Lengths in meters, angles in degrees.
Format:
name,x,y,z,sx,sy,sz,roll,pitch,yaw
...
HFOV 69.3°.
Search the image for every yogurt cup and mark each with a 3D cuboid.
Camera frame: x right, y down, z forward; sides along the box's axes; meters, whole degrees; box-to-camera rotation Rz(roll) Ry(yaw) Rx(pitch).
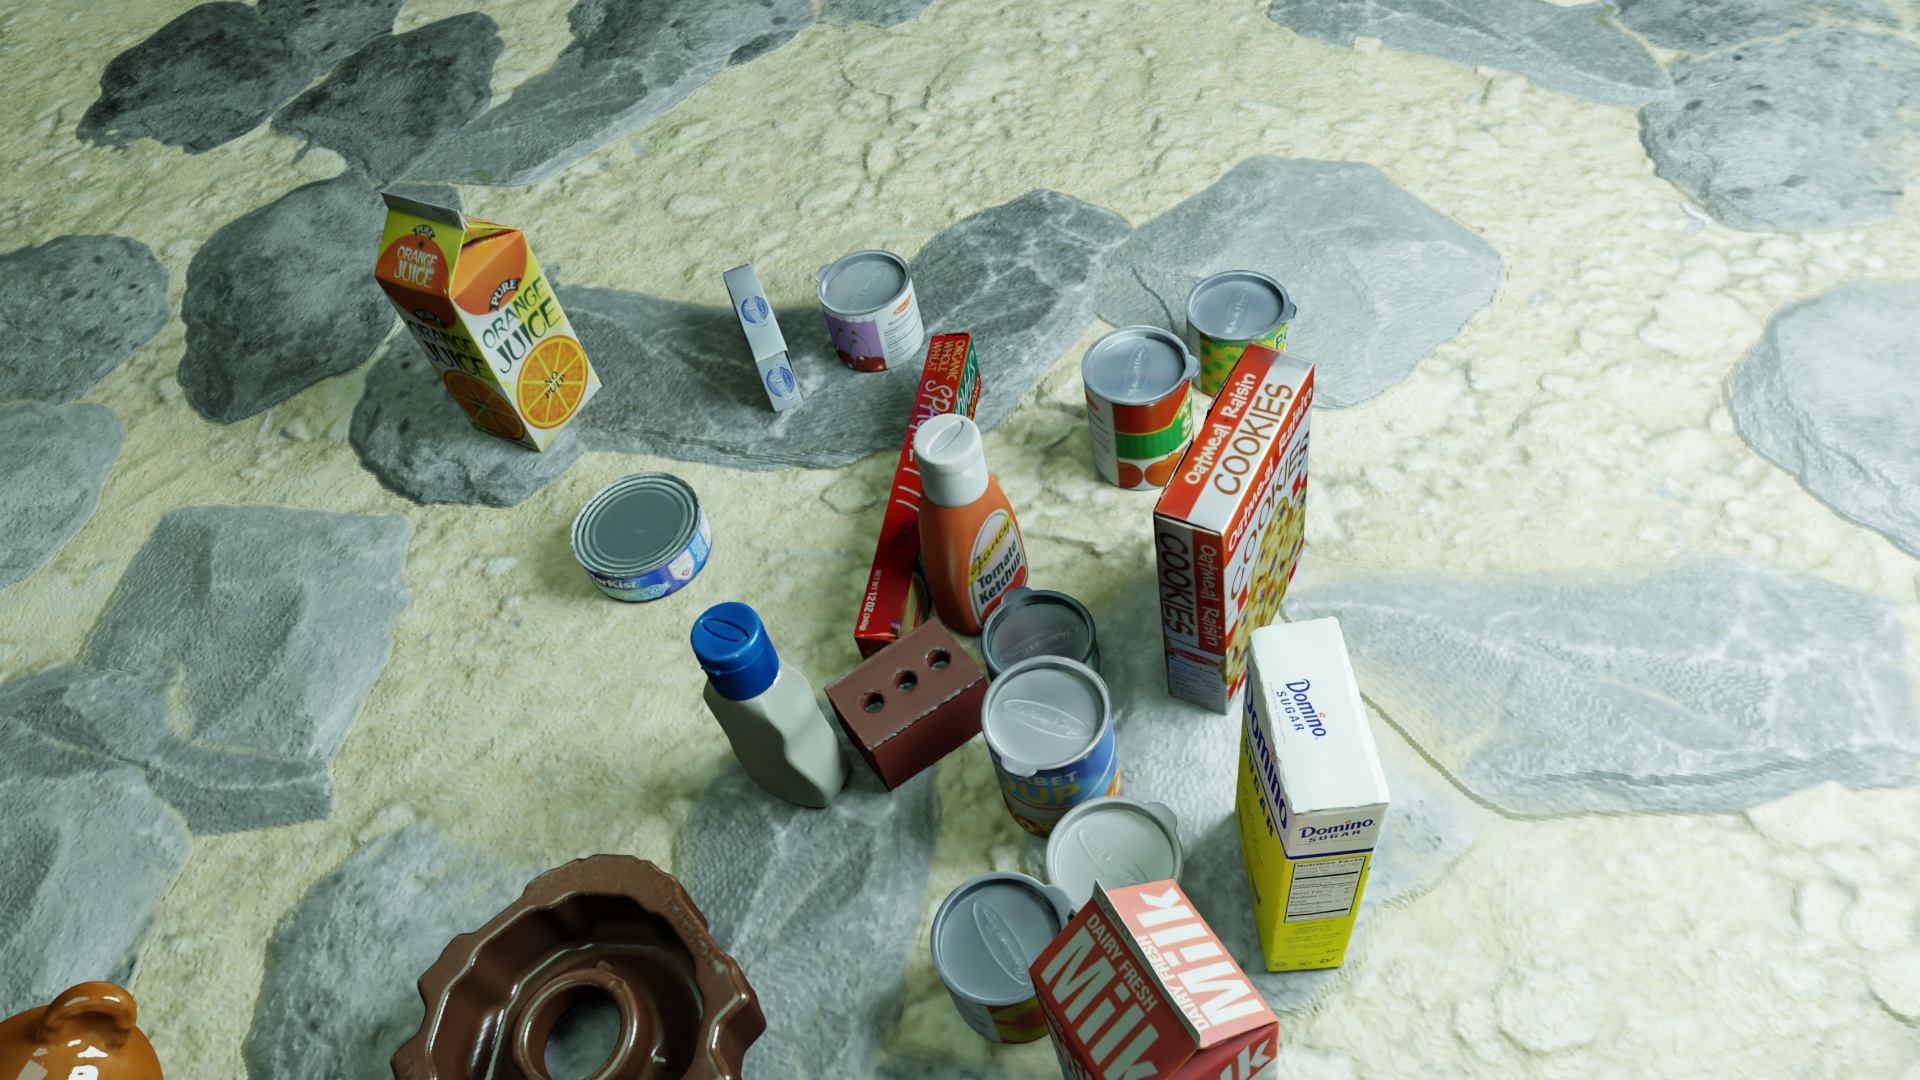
name,x,y,z,sx,sy,sz,roll,pitch,yaw
yogurt cup,0.078,0.170,0.695,0.072,0.053,0.073,-6,51,7

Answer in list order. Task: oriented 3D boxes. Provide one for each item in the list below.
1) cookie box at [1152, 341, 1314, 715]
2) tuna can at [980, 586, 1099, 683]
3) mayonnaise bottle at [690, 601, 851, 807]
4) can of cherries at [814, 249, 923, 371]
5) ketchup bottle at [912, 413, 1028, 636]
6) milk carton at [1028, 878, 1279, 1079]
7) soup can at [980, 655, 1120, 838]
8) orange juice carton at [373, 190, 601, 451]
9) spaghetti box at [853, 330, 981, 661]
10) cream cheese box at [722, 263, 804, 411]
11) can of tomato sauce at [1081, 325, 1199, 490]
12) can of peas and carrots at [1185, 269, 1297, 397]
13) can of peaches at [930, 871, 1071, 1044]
name,x,y,z,sx,sy,sz,roll,pitch,yaw
cookie box,0.147,-0.003,0.746,0.040,0.166,0.123,18,58,24
tuna can,0.045,0.062,0.801,0.071,0.032,0.071,-6,51,7
mayonnaise bottle,-0.103,0.088,0.736,0.065,0.147,0.041,17,58,23
can of cherries,-0.065,-0.163,0.985,0.071,0.058,0.072,-6,51,7
ketchup bottle,0.003,-0.010,0.792,0.043,0.148,0.065,27,62,28
milk carton,0.082,0.208,0.577,0.073,0.189,0.072,-29,52,-11
soup can,0.047,0.112,0.728,0.071,0.083,0.072,-6,51,7
orange juice carton,-0.325,-0.155,0.945,0.072,0.191,0.073,19,58,24
spaghetti box,-0.023,-0.028,0.875,0.029,0.050,0.251,2,53,13
cream cheese box,-0.140,-0.145,0.988,0.024,0.053,0.104,-21,51,-5
can of tomato sauce,0.114,-0.082,0.869,0.071,0.082,0.071,-6,51,7
can of peas and carrots,0.184,-0.134,0.911,0.071,0.058,0.071,-6,51,7
can of peaches,0.025,0.203,0.677,0.071,0.057,0.071,-6,51,7
